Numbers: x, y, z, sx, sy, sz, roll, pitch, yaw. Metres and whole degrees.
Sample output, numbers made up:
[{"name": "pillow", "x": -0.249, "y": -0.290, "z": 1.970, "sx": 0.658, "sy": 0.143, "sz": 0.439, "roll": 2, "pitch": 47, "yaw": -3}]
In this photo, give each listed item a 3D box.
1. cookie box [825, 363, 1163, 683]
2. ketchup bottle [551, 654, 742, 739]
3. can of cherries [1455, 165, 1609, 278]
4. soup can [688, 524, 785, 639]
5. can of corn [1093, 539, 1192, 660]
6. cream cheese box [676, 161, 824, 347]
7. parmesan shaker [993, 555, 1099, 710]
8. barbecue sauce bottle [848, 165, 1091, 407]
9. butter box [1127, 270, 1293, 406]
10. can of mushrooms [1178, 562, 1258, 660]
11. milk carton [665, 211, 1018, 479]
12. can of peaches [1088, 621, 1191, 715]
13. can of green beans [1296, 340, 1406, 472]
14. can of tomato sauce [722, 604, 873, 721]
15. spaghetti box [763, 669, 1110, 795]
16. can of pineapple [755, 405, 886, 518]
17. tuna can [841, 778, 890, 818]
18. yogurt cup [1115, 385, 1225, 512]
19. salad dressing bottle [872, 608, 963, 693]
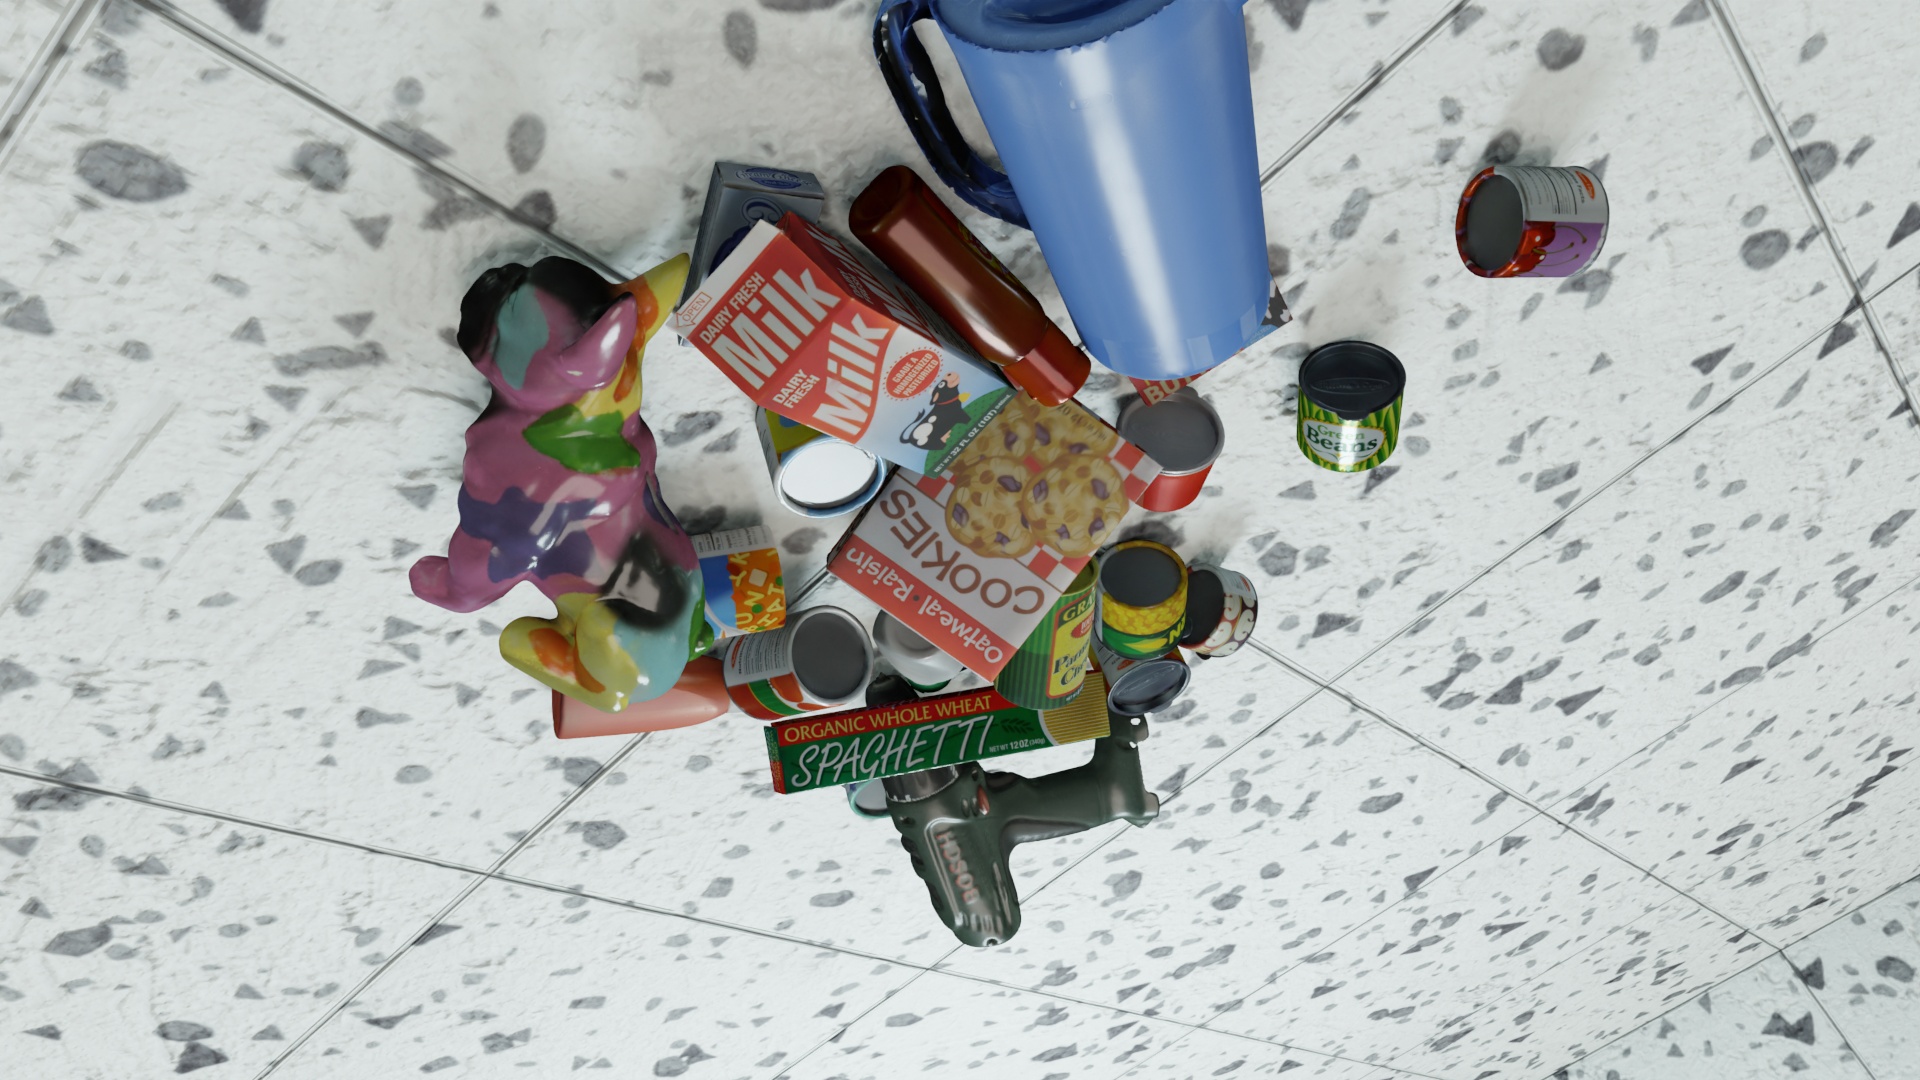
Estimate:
[{"name": "cookie box", "x": 0.018, "y": -0.017, "z": 0.821, "sx": 0.123, "sy": 0.040, "sz": 0.167, "roll": 36, "pitch": 101, "yaw": -9}, {"name": "ketchup bottle", "x": -0.195, "y": 0.101, "z": 0.929, "sx": 0.149, "sy": 0.044, "sz": 0.064, "roll": -1, "pitch": 137, "yaw": -22}, {"name": "can of cherries", "x": 0.337, "y": -0.187, "z": 0.825, "sx": 0.058, "sy": 0.072, "sz": 0.071, "roll": -5, "pitch": 137, "yaw": -18}, {"name": "soup can", "x": -0.154, "y": 0.031, "z": 0.850, "sx": 0.084, "sy": 0.071, "sz": 0.071, "roll": -9, "pitch": 138, "yaw": -14}, {"name": "can of corn", "x": 0.130, "y": 0.042, "z": 0.985, "sx": 0.071, "sy": 0.071, "sz": 0.058, "roll": -15, "pitch": 139, "yaw": -7}, {"name": "cream cheese box", "x": -0.110, "y": -0.142, "z": 0.714, "sx": 0.053, "sy": 0.024, "sz": 0.103, "roll": 1, "pitch": 135, "yaw": -27}, {"name": "parmesan shaker", "x": 0.059, "y": 0.057, "z": 0.960, "sx": 0.071, "sy": 0.071, "sz": 0.102, "roll": -8, "pitch": 126, "yaw": -15}, {"name": "barbecue sauce bottle", "x": 0.008, "y": -0.128, "z": 0.722, "sx": 0.043, "sy": 0.065, "sz": 0.148, "roll": -45, "pitch": 118, "yaw": 8}, {"name": "butter box", "x": 0.144, "y": -0.128, "z": 0.839, "sx": 0.103, "sy": 0.024, "sz": 0.053, "roll": -31, "pitch": 138, "yaw": 11}, {"name": "can of mushrooms", "x": 0.182, "y": 0.053, "z": 1.020, "sx": 0.033, "sy": 0.071, "sz": 0.070, "roll": 17, "pitch": 127, "yaw": -35}, {"name": "milk carton", "x": -0.060, "y": -0.101, "z": 0.709, "sx": 0.072, "sy": 0.074, "sz": 0.190, "roll": -45, "pitch": 147, "yaw": 16}, {"name": "can of peaches", "x": 0.133, "y": 0.091, "z": 1.048, "sx": 0.071, "sy": 0.058, "sz": 0.071, "roll": -13, "pitch": 139, "yaw": -11}, {"name": "can of green beans", "x": 0.251, "y": -0.086, "z": 0.899, "sx": 0.071, "sy": 0.071, "sz": 0.057, "roll": -18, "pitch": 140, "yaw": -4}, {"name": "can of tomato sauce", "x": -0.104, "y": 0.081, "z": 0.902, "sx": 0.071, "sy": 0.071, "sz": 0.083, "roll": 15, "pitch": 159, "yaw": -35}, {"name": "spaghetti box", "x": -0.012, "y": 0.135, "z": 0.989, "sx": 0.251, "sy": 0.050, "sz": 0.028, "roll": -7, "pitch": 178, "yaw": -20}, {"name": "can of pineapple", "x": -0.079, "y": -0.055, "z": 0.797, "sx": 0.071, "sy": 0.058, "sz": 0.070, "roll": -12, "pitch": 138, "yaw": -11}, {"name": "tuna can", "x": -0.061, "y": 0.189, "z": 1.091, "sx": 0.071, "sy": 0.033, "sz": 0.070, "roll": -12, "pitch": 138, "yaw": -11}, {"name": "yogurt cup", "x": 0.130, "y": -0.055, "z": 0.885, "sx": 0.072, "sy": 0.073, "sz": 0.053, "roll": -13, "pitch": 147, "yaw": -10}, {"name": "salad dressing bottle", "x": -0.024, "y": 0.073, "z": 0.933, "sx": 0.064, "sy": 0.044, "sz": 0.147, "roll": 24, "pitch": 166, "yaw": 7}]
